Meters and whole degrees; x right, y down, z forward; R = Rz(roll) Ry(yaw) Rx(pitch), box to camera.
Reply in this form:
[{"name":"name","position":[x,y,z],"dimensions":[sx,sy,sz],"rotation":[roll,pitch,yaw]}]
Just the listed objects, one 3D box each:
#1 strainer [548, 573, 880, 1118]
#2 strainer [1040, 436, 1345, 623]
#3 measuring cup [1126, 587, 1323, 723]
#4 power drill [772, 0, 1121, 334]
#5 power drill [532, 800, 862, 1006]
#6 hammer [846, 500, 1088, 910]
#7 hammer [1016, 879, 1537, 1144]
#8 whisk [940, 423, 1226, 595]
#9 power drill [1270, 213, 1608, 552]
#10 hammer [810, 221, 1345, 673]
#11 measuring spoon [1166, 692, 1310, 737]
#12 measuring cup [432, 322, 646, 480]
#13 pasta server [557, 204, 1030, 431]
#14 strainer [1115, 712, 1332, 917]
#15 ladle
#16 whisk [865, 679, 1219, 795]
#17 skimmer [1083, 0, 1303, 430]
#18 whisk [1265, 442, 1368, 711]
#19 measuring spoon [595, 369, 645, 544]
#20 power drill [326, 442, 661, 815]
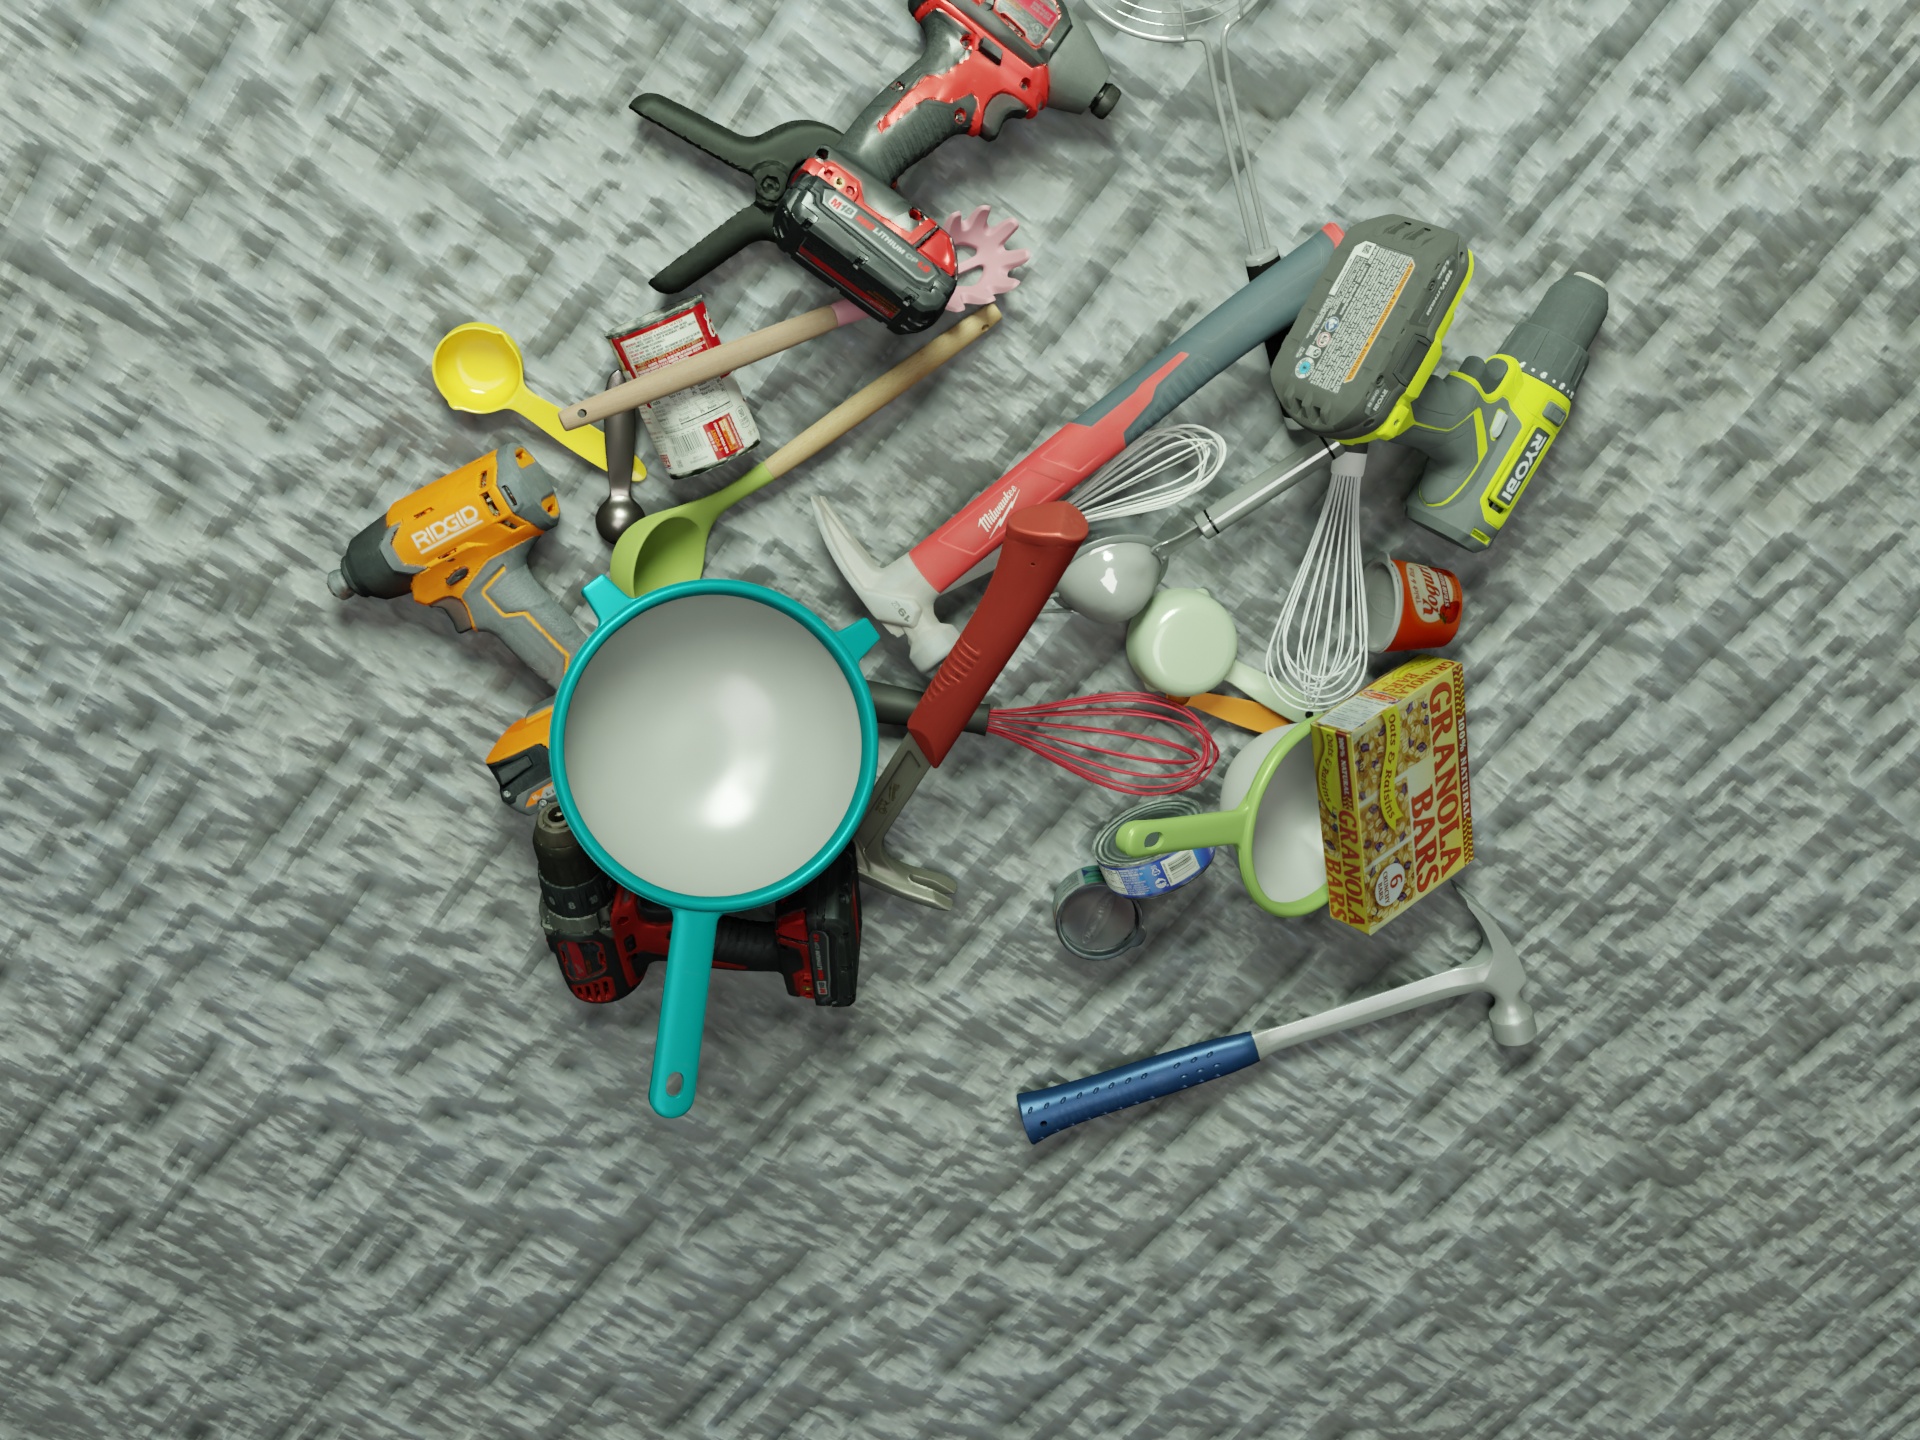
[{"name":"strainer","position":[-0.174,0.080,1.038],"dimensions":[0.211,0.095,0.340],"rotation":[8,87,-21]},{"name":"strainer","position":[0.160,-0.128,1.078],"dimensions":[0.258,0.050,0.086],"rotation":[-32,145,15]},{"name":"measuring cup","position":[0.197,-0.033,1.132],"dimensions":[0.167,0.038,0.083],"rotation":[28,96,-13]},{"name":"power drill","position":[-0.005,-0.353,0.968],"dimensions":[0.143,0.078,0.220],"rotation":[34,84,-13]},{"name":"power drill","position":[-0.188,0.129,1.130],"dimensions":[0.226,0.080,0.187],"rotation":[0,135,2]},{"name":"hammer","position":[-0.002,-0.003,1.067],"dimensions":[0.149,0.037,0.359],"rotation":[25,132,-10]},{"name":"hammer","position":[0.239,0.246,1.244],"dimensions":[0.405,0.035,0.144],"rotation":[-19,110,4]},{"name":"whisk","position":[0.067,-0.138,1.092],"dimensions":[0.246,0.059,0.057],"rotation":[-25,137,11]},{"name":"power drill","position":[0.316,-0.226,1.011],"dimensions":[0.228,0.080,0.190],"rotation":[17,105,-43]},{"name":"hammer","position":[0.081,-0.199,1.038],"dimensions":[0.386,0.038,0.143],"rotation":[-37,89,15]},{"name":"measuring spoon","position":[0.204,-0.007,1.165],"dimensions":[0.117,0.011,0.021],"rotation":[15,99,-12]},{"name":"measuring cup","position":[-0.278,-0.209,1.065],"dimensions":[0.156,0.029,0.062],"rotation":[32,108,-25]},{"name":"pasta server","position":[-0.103,-0.247,1.003],"dimensions":[0.316,0.040,0.060],"rotation":[-25,99,-14]},{"name":"strainer","position":[0.191,0.064,1.114],"dimensions":[0.256,0.069,0.151],"rotation":[-4,107,-37]},{"name":"ladle","position":[-0.101,-0.174,1.065],"dimensions":[0.320,0.078,0.062],"rotation":[-34,63,5]},{"name":"whisk","position":[0.039,0.002,1.136],"dimensions":[0.296,0.073,0.073],"rotation":[9,110,0]},{"name":"skimmer","position":[0.168,-0.362,1.021],"dimensions":[0.127,0.090,0.363],"rotation":[-24,120,-4]},{"name":"whisk","position":[0.260,-0.144,1.090],"dimensions":[0.070,0.070,0.284],"rotation":[5,103,-4]},{"name":"measuring spoon","position":[-0.229,-0.173,1.068],"dimensions":[0.034,0.018,0.124],"rotation":[-2,120,-13]},{"name":"power drill","position":[-0.316,-0.054,1.088],"dimensions":[0.164,0.084,0.226],"rotation":[-25,105,7]}]
